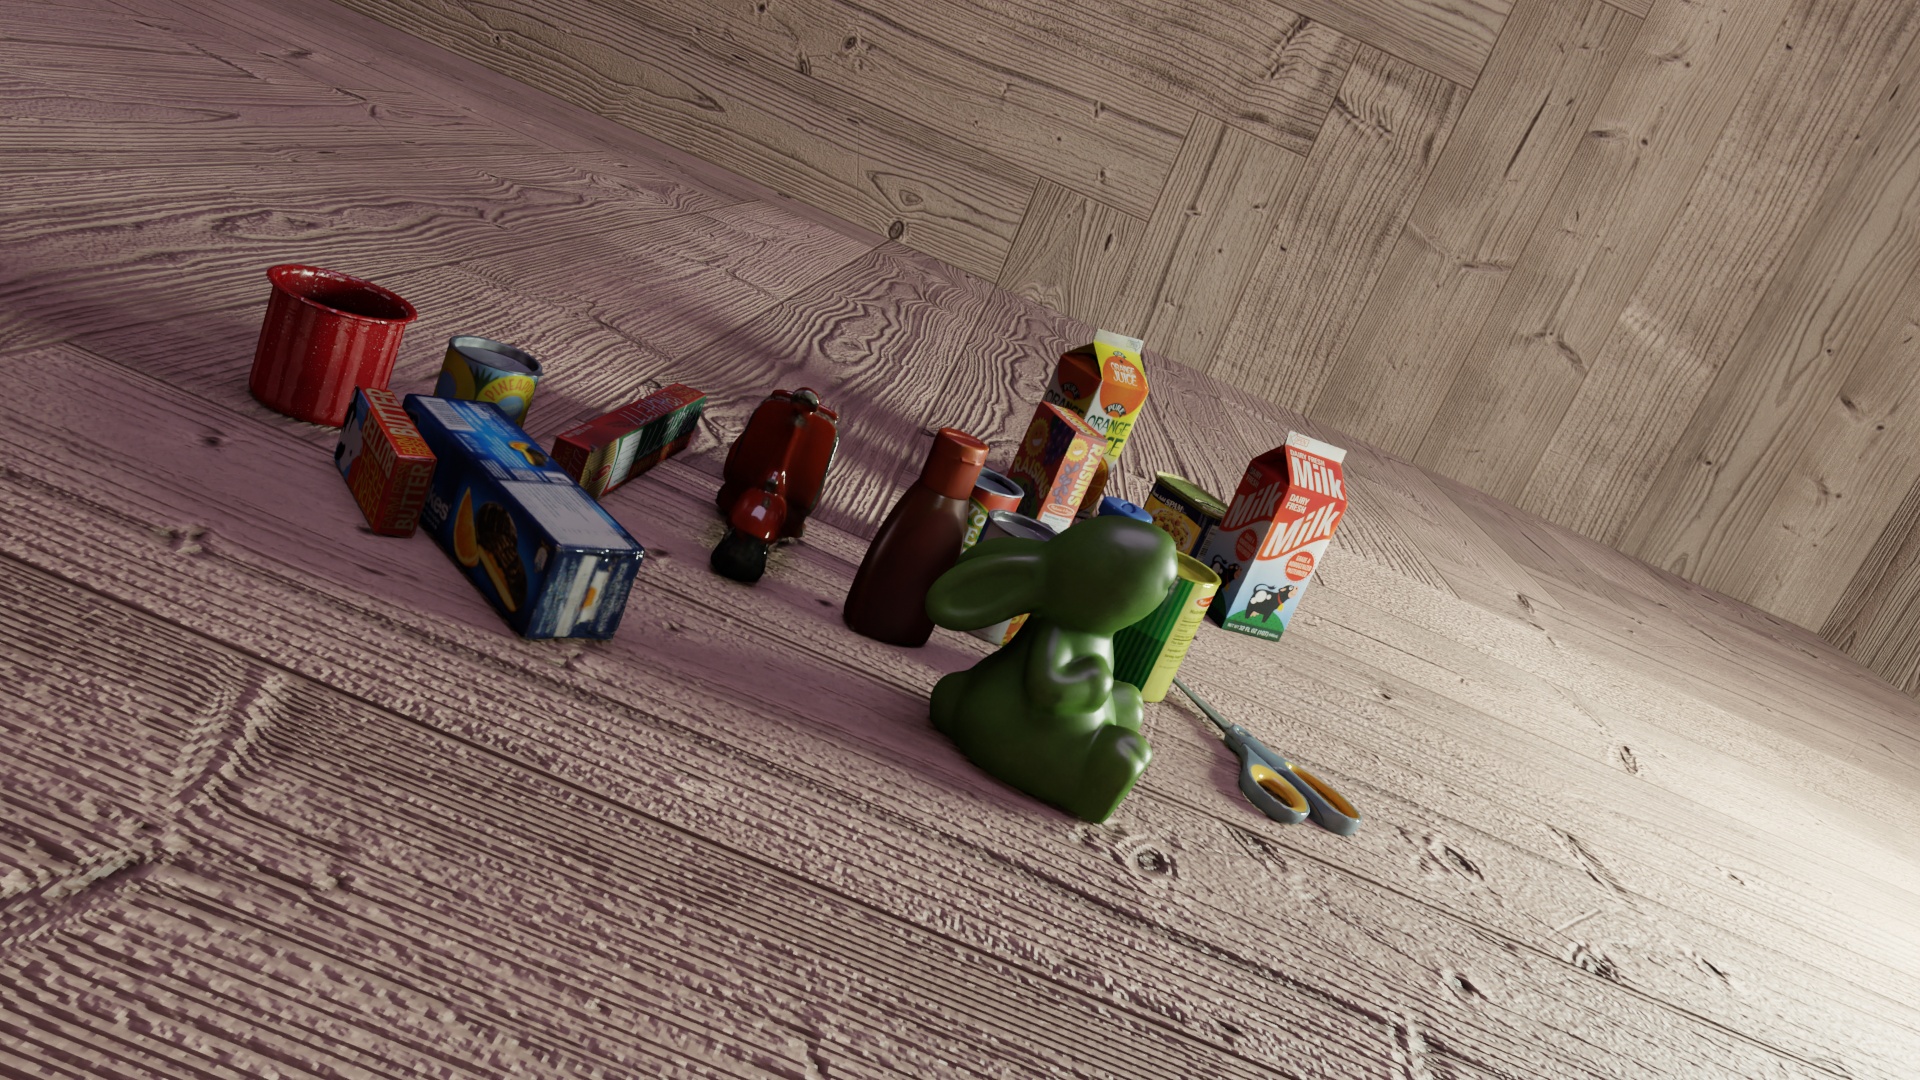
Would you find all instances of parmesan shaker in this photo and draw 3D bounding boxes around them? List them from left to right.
[{"bbox_3d":[0.142,0.062,1.043,0.071,0.102,0.071,22,16,-7],"label":"parmesan shaker"}]

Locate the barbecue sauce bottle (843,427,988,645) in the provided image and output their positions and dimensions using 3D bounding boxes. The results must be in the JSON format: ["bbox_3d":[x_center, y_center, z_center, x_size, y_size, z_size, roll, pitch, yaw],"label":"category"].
[{"bbox_3d":[-0.025,-0.003,0.940,0.065,0.148,0.044,15,18,-27],"label":"barbecue sauce bottle"}]

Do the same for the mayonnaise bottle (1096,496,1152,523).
[{"bbox_3d":[0.084,0.042,0.947,0.041,0.147,0.065,25,16,5],"label":"mayonnaise bottle"}]

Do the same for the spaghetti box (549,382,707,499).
[{"bbox_3d":[-0.246,-0.074,1.037,0.029,0.050,0.251,24,17,1],"label":"spaghetti box"}]

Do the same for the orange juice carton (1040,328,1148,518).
[{"bbox_3d":[0.128,-0.126,1.443,0.072,0.192,0.073,9,22,-41],"label":"orange juice carton"}]

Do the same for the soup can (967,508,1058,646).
[{"bbox_3d":[0.036,0.028,1.041,0.071,0.083,0.071,21,16,-7],"label":"soup can"}]

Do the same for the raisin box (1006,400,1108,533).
[{"bbox_3d":[0.082,-0.057,1.291,0.040,0.123,0.086,15,18,-27],"label":"raisin box"}]

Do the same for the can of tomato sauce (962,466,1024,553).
[{"bbox_3d":[0.004,-0.014,1.127,0.071,0.082,0.071,21,16,-7],"label":"can of tomato sauce"}]

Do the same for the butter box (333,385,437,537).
[{"bbox_3d":[-0.343,-0.048,0.825,0.024,0.053,0.104,9,22,-41],"label":"butter box"}]

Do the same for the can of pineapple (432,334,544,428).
[{"bbox_3d":[-0.342,-0.108,1.002,0.071,0.057,0.071,21,17,-7],"label":"can of pineapple"}]

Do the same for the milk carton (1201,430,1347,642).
[{"bbox_3d":[0.296,-0.008,1.308,0.072,0.190,0.074,15,18,-26],"label":"milk carton"}]
